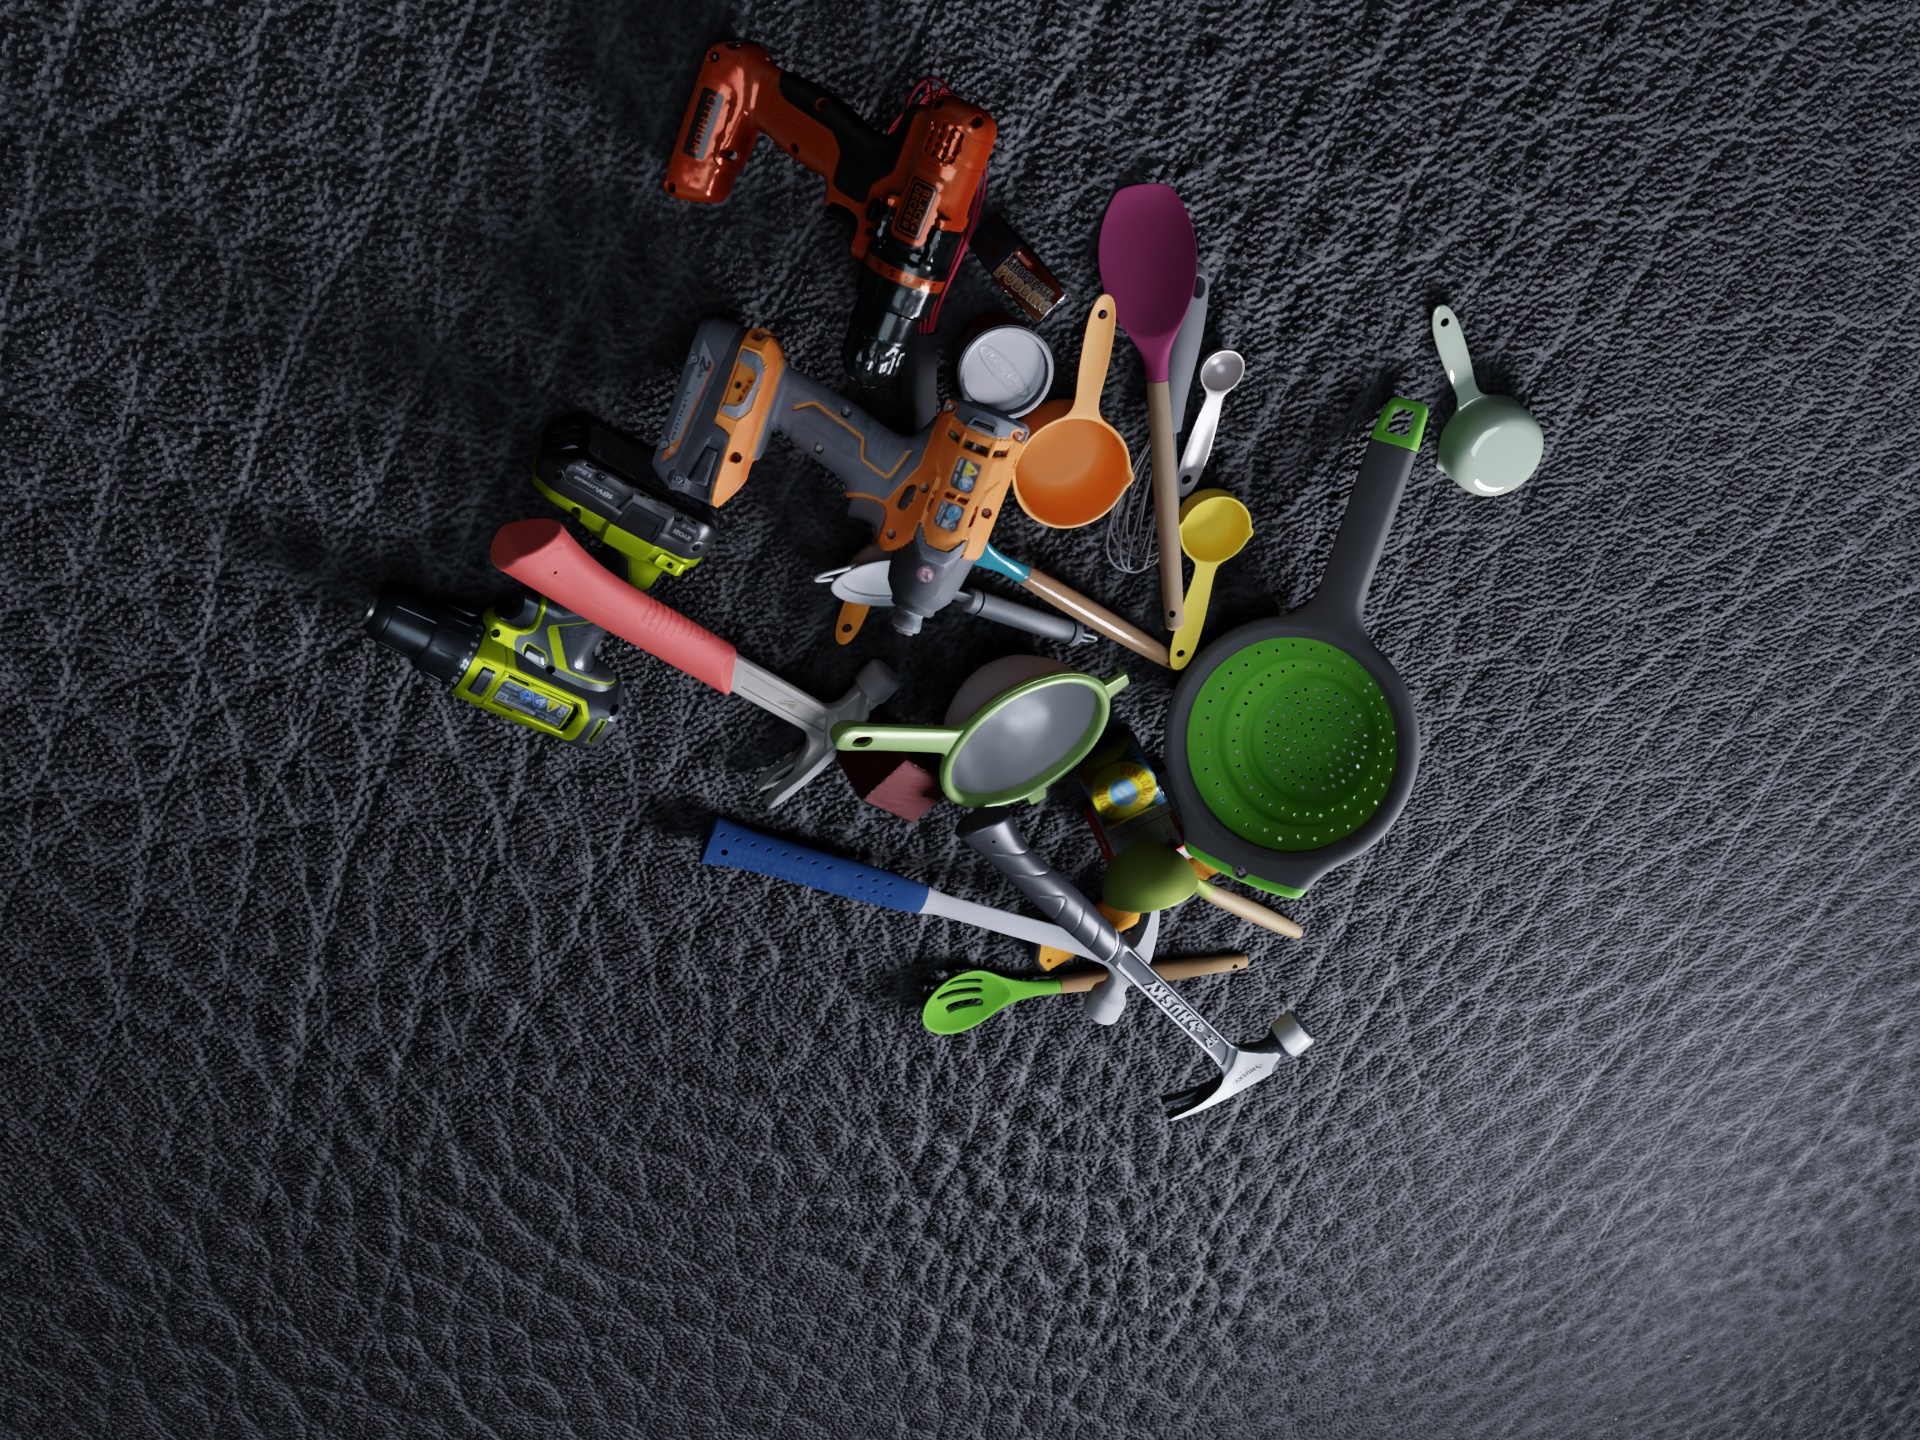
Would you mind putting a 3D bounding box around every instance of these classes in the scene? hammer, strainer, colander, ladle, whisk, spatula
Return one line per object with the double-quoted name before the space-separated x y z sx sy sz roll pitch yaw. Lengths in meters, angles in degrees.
"hammer" -0.196 -0.044 1.139 0.149 0.037 0.358 -42 142 13
"strainer" 0.002 -0.095 1.213 0.258 0.050 0.087 16 155 -32
"strainer" -0.002 -0.004 1.229 0.256 0.069 0.151 2 134 -39
"hammer" -0.019 0.150 1.352 0.405 0.035 0.144 18 114 -15
"colander" 0.300 -0.059 1.276 0.094 0.205 0.397 -5 115 -62
"ladle" 0.221 0.163 1.364 0.078 0.062 0.319 1 164 37
"whisk" -0.024 -0.285 1.085 0.073 0.073 0.295 -2 128 -11
"hammer" 0.135 0.205 1.359 0.149 0.036 0.408 -39 119 12
"spatula" 0.065 -0.111 1.215 0.317 0.044 0.082 27 131 -37
"hammer" 0.212 0.136 1.416 0.337 0.034 0.127 -30 122 8
"whisk" 0.148 -0.218 1.173 0.055 0.055 0.238 2 117 -13

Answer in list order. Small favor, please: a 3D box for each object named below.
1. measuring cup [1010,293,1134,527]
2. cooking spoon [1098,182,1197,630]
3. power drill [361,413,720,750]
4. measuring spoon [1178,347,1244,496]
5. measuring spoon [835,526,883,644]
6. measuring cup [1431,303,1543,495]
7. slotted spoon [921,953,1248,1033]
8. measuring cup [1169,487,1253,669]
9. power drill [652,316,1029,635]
"measuring cup" 0.082 -0.228 1.147 0.095 0.052 0.173 3 120 -14
"cooking spoon" 0.143 -0.218 1.141 0.069 0.017 0.318 -2 109 14
"power drill" -0.296 -0.099 1.134 0.190 0.080 0.228 27 116 -27
"measuring spoon" 0.181 -0.225 1.194 0.034 0.018 0.124 0 129 -18
"measuring spoon" -0.074 -0.108 1.216 0.021 0.011 0.116 9 124 -23
"measuring cup" 0.394 -0.241 1.210 0.083 0.038 0.167 -29 125 7
"slotted spoon" 0.116 0.242 1.469 0.313 0.031 0.070 -6 123 -11
"measuring cup" 0.186 -0.112 1.258 0.062 0.029 0.156 2 124 -13
"power drill" -0.086 -0.164 1.078 0.226 0.084 0.164 21 99 -2
